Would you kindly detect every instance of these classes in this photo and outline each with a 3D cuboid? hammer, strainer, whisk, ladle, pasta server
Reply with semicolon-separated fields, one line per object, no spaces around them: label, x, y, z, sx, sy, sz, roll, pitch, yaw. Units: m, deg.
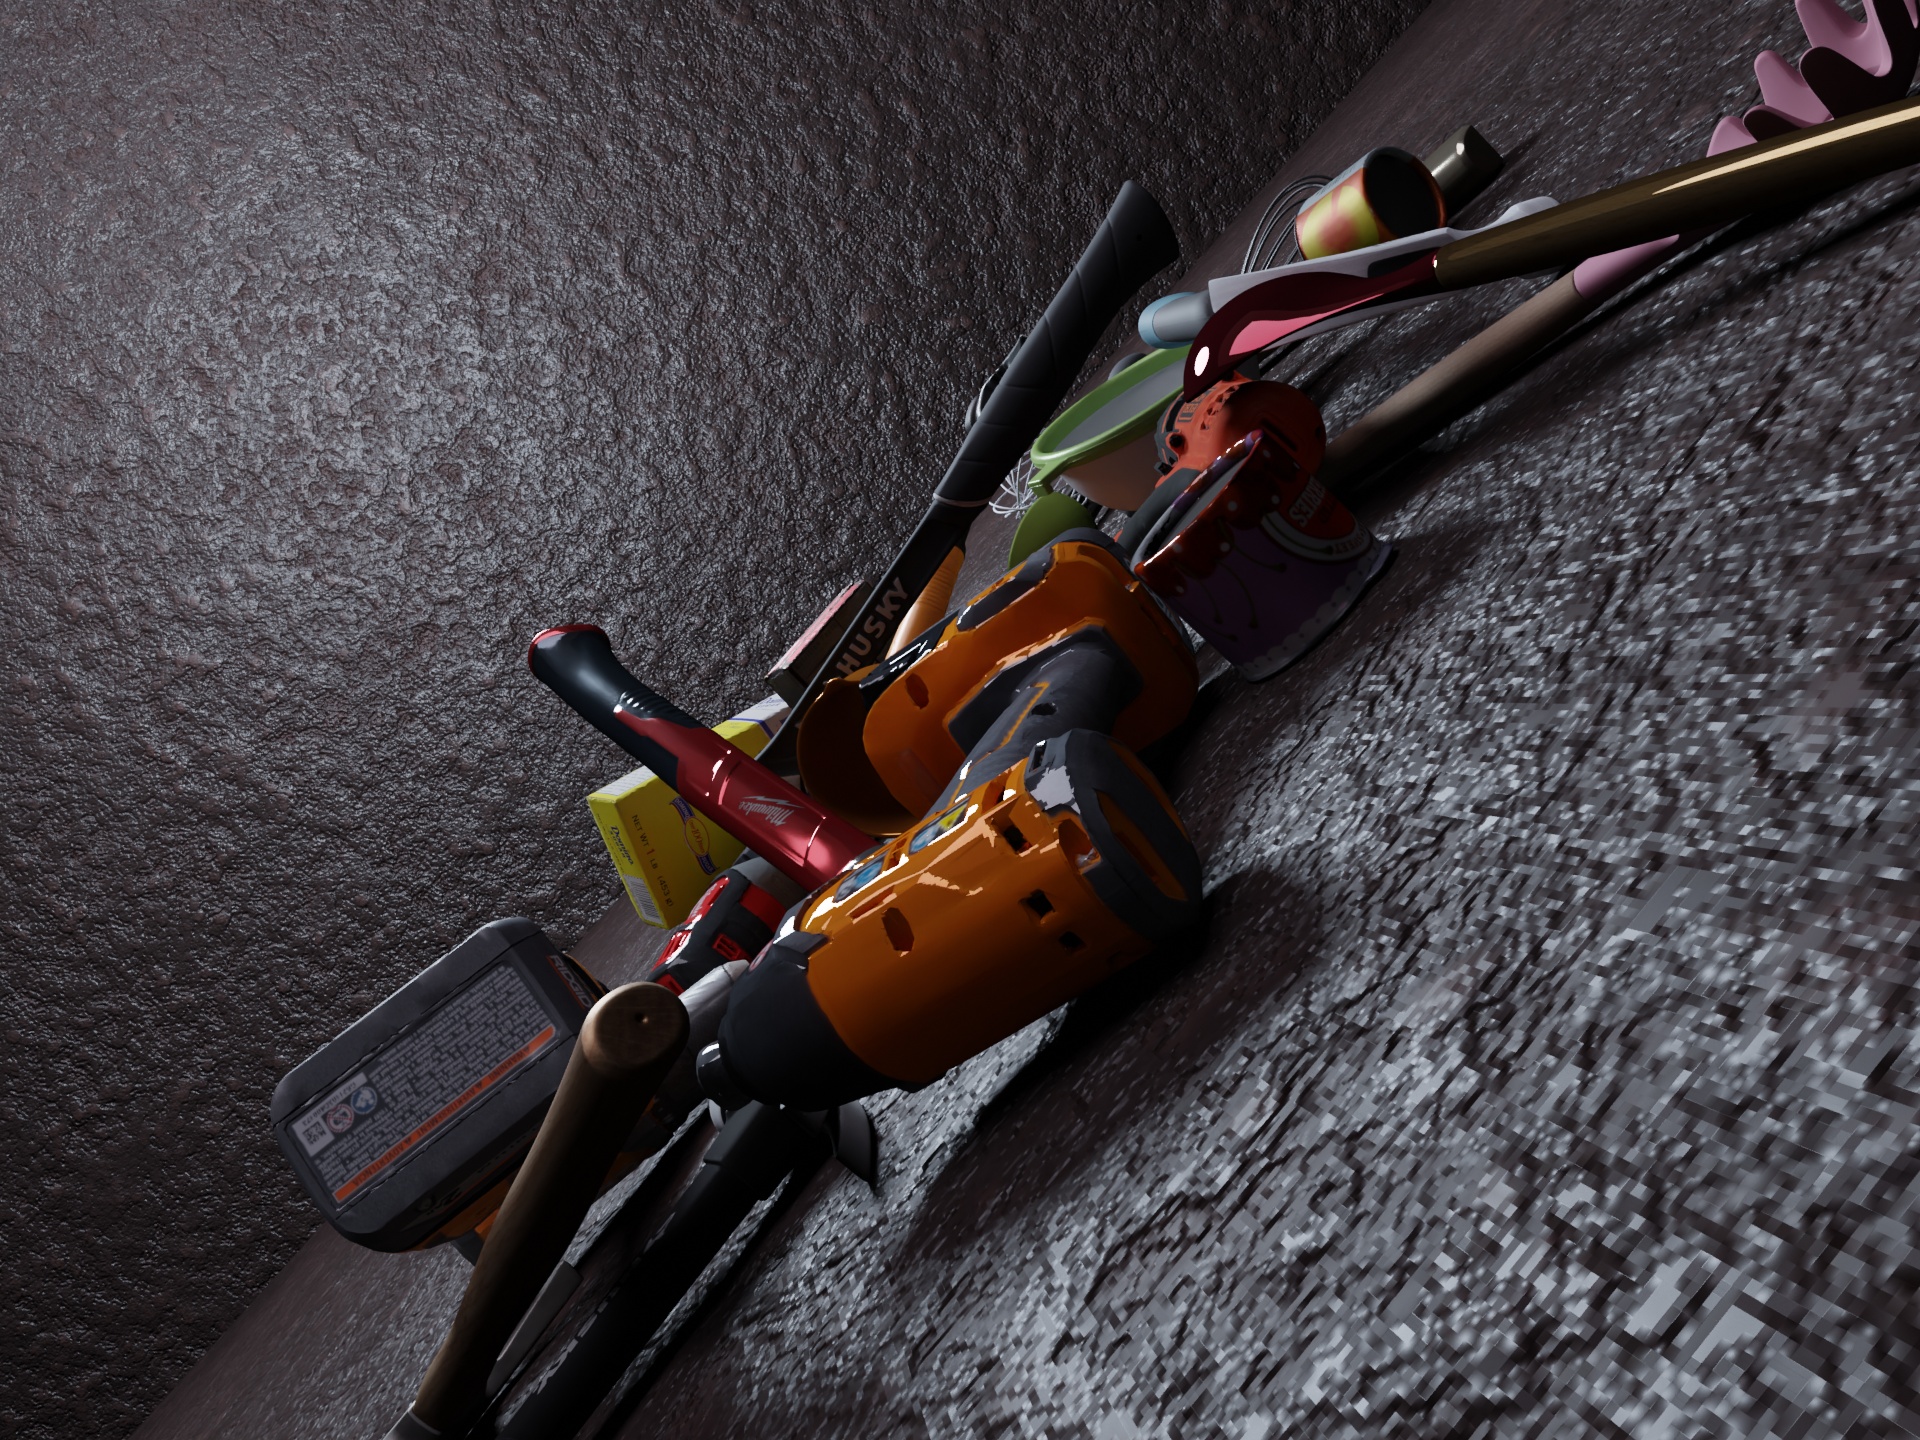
hammer;-0.138;0.032;0.774;0.143;0.038;0.387;-46;38;-14
strainer;0.164;-0.189;0.910;0.256;0.069;0.152;-25;19;23
hammer;0.202;-0.255;1.082;0.146;0.038;0.410;-54;10;-33
whisk;0.093;-0.212;1.156;0.070;0.070;0.285;-41;8;39
ladle;0.168;-0.142;0.484;0.069;0.031;0.315;-40;19;-22
whisk;0.167;-0.230;0.999;0.239;0.055;0.055;-59;4;17
hammer;-0.015;-0.078;0.990;0.127;0.034;0.337;147;145;-71
pasta server;0.192;-0.141;0.550;0.060;0.040;0.316;-58;10;-27
hammer;-0.143;0.239;0.489;0.335;0.035;0.146;-51;8;-23
hammer;-0.015;-0.108;0.866;0.409;0.149;0.036;-55;11;13
ladle;0.006;-0.061;1.109;0.078;0.062;0.320;-49;5;-32
hammer;-0.155;0.190;0.554;0.130;0.031;0.331;-51;-5;-50
hammer;0.149;-0.201;0.764;0.128;0.033;0.331;-16;13;-6

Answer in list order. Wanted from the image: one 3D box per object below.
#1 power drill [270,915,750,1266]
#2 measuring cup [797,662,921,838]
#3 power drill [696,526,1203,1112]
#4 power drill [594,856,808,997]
power drill;-0.167;0.154;0.681;0.185;0.084;0.226;-38;-18;-11
measuring cup;-0.001;-0.003;0.828;0.173;0.095;0.052;-24;10;22
power drill;0.000;0.032;0.519;0.164;0.084;0.227;-34;15;22
power drill;-0.172;0.160;0.913;0.219;0.078;0.143;-40;11;32
